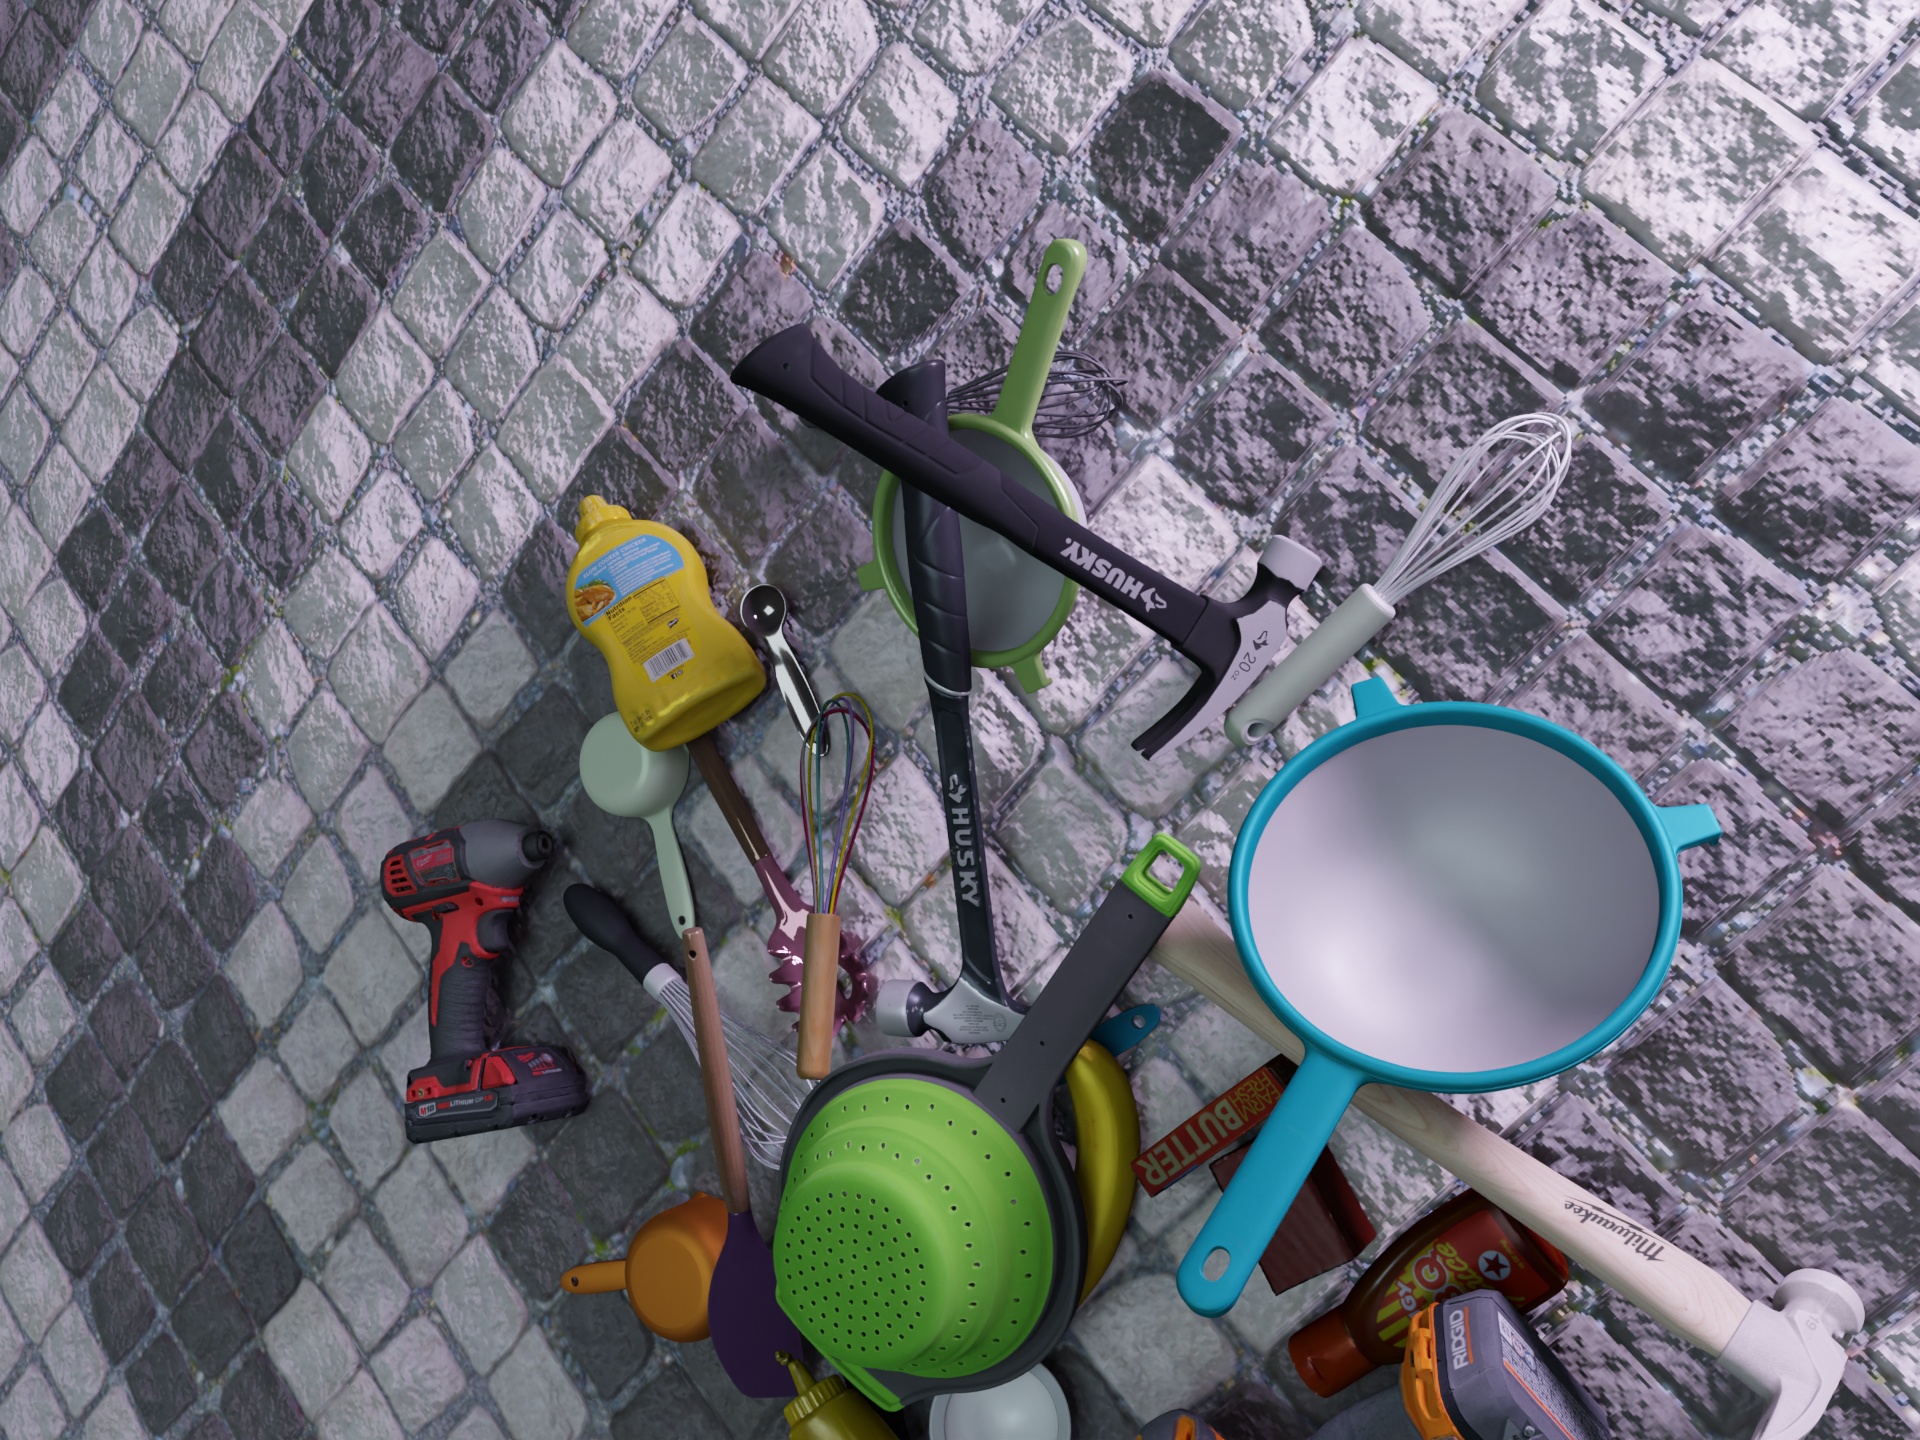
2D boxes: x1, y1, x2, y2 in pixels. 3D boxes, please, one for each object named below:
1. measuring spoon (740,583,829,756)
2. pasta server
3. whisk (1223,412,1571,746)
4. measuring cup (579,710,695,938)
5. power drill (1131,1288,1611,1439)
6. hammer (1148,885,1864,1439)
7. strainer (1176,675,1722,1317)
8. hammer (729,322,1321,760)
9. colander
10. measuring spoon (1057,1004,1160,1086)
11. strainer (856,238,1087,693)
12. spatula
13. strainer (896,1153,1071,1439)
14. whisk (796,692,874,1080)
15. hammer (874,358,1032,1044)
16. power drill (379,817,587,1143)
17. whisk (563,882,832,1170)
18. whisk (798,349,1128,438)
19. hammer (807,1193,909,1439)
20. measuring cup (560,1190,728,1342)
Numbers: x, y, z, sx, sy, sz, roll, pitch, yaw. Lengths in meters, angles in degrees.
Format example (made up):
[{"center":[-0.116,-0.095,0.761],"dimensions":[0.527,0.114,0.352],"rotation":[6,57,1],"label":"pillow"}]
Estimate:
[{"center":[-0.112,-0.033,1.062],"dimensions":[0.034,0.018,0.124],"rotation":[-24,83,18],"label":"measuring spoon"},{"center":[-0.146,0.070,1.060],"dimensions":[0.060,0.040,0.316],"rotation":[-32,71,4],"label":"pasta server"},{"center":[0.233,-0.072,0.867],"dimensions":[0.246,0.057,0.059],"rotation":[-46,35,21],"label":"whisk"},{"center":[-0.217,0.072,1.095],"dimensions":[0.083,0.038,0.168],"rotation":[-23,75,25],"label":"measuring cup"},{"center":[0.215,0.400,0.816],"dimensions":[0.226,0.084,0.164],"rotation":[-36,103,25],"label":"power drill"},{"center":[0.234,0.209,0.808],"dimensions":[0.411,0.146,0.038],"rotation":[34,124,30],"label":"hammer"},{"center":[0.210,0.150,0.785],"dimensions":[0.211,0.095,0.340],"rotation":[25,69,31],"label":"strainer"},{"center":[0.027,-0.106,0.859],"dimensions":[0.334,0.035,0.146],"rotation":[29,96,-16],"label":"hammer"},{"center":[0.003,0.230,0.879],"dimensions":[0.205,0.094,0.397],"rotation":[38,107,19],"label":"colander"},{"center":[0.067,0.205,0.957],"dimensions":[0.128,0.021,0.042],"rotation":[-34,83,13],"label":"measuring spoon"},{"center":[0.038,-0.155,0.931],"dimensions":[0.152,0.069,0.256],"rotation":[33,121,26],"label":"strainer"},{"center":[-0.145,0.282,0.995],"dimensions":[0.060,0.018,0.316],"rotation":[-5,100,10],"label":"spatula"},{"center":[0.002,0.359,0.968],"dimensions":[0.087,0.050,0.259],"rotation":[-24,70,7],"label":"strainer"},{"center":[-0.082,0.100,0.997],"dimensions":[0.047,0.051,0.245],"rotation":[1,77,8],"label":"whisk"},{"center":[-0.001,-0.003,0.935],"dimensions":[0.149,0.036,0.409],"rotation":[-1,102,27],"label":"hammer"},{"center":[-0.339,0.181,1.137],"dimensions":[0.143,0.078,0.220],"rotation":[-16,78,26],"label":"power drill"},{"center":[-0.178,0.195,1.064],"dimensions":[0.285,0.070,0.070],"rotation":[38,105,29],"label":"whisk"},{"center":[-0.005,-0.200,0.996],"dimensions":[0.239,0.055,0.055],"rotation":[3,89,32],"label":"whisk"},{"center":[-0.049,0.441,0.994],"dimensions":[0.128,0.033,0.331],"rotation":[-24,77,26],"label":"hammer"},{"center":[-0.217,0.376,1.072],"dimensions":[0.173,0.052,0.095],"rotation":[-16,81,24],"label":"measuring cup"}]
